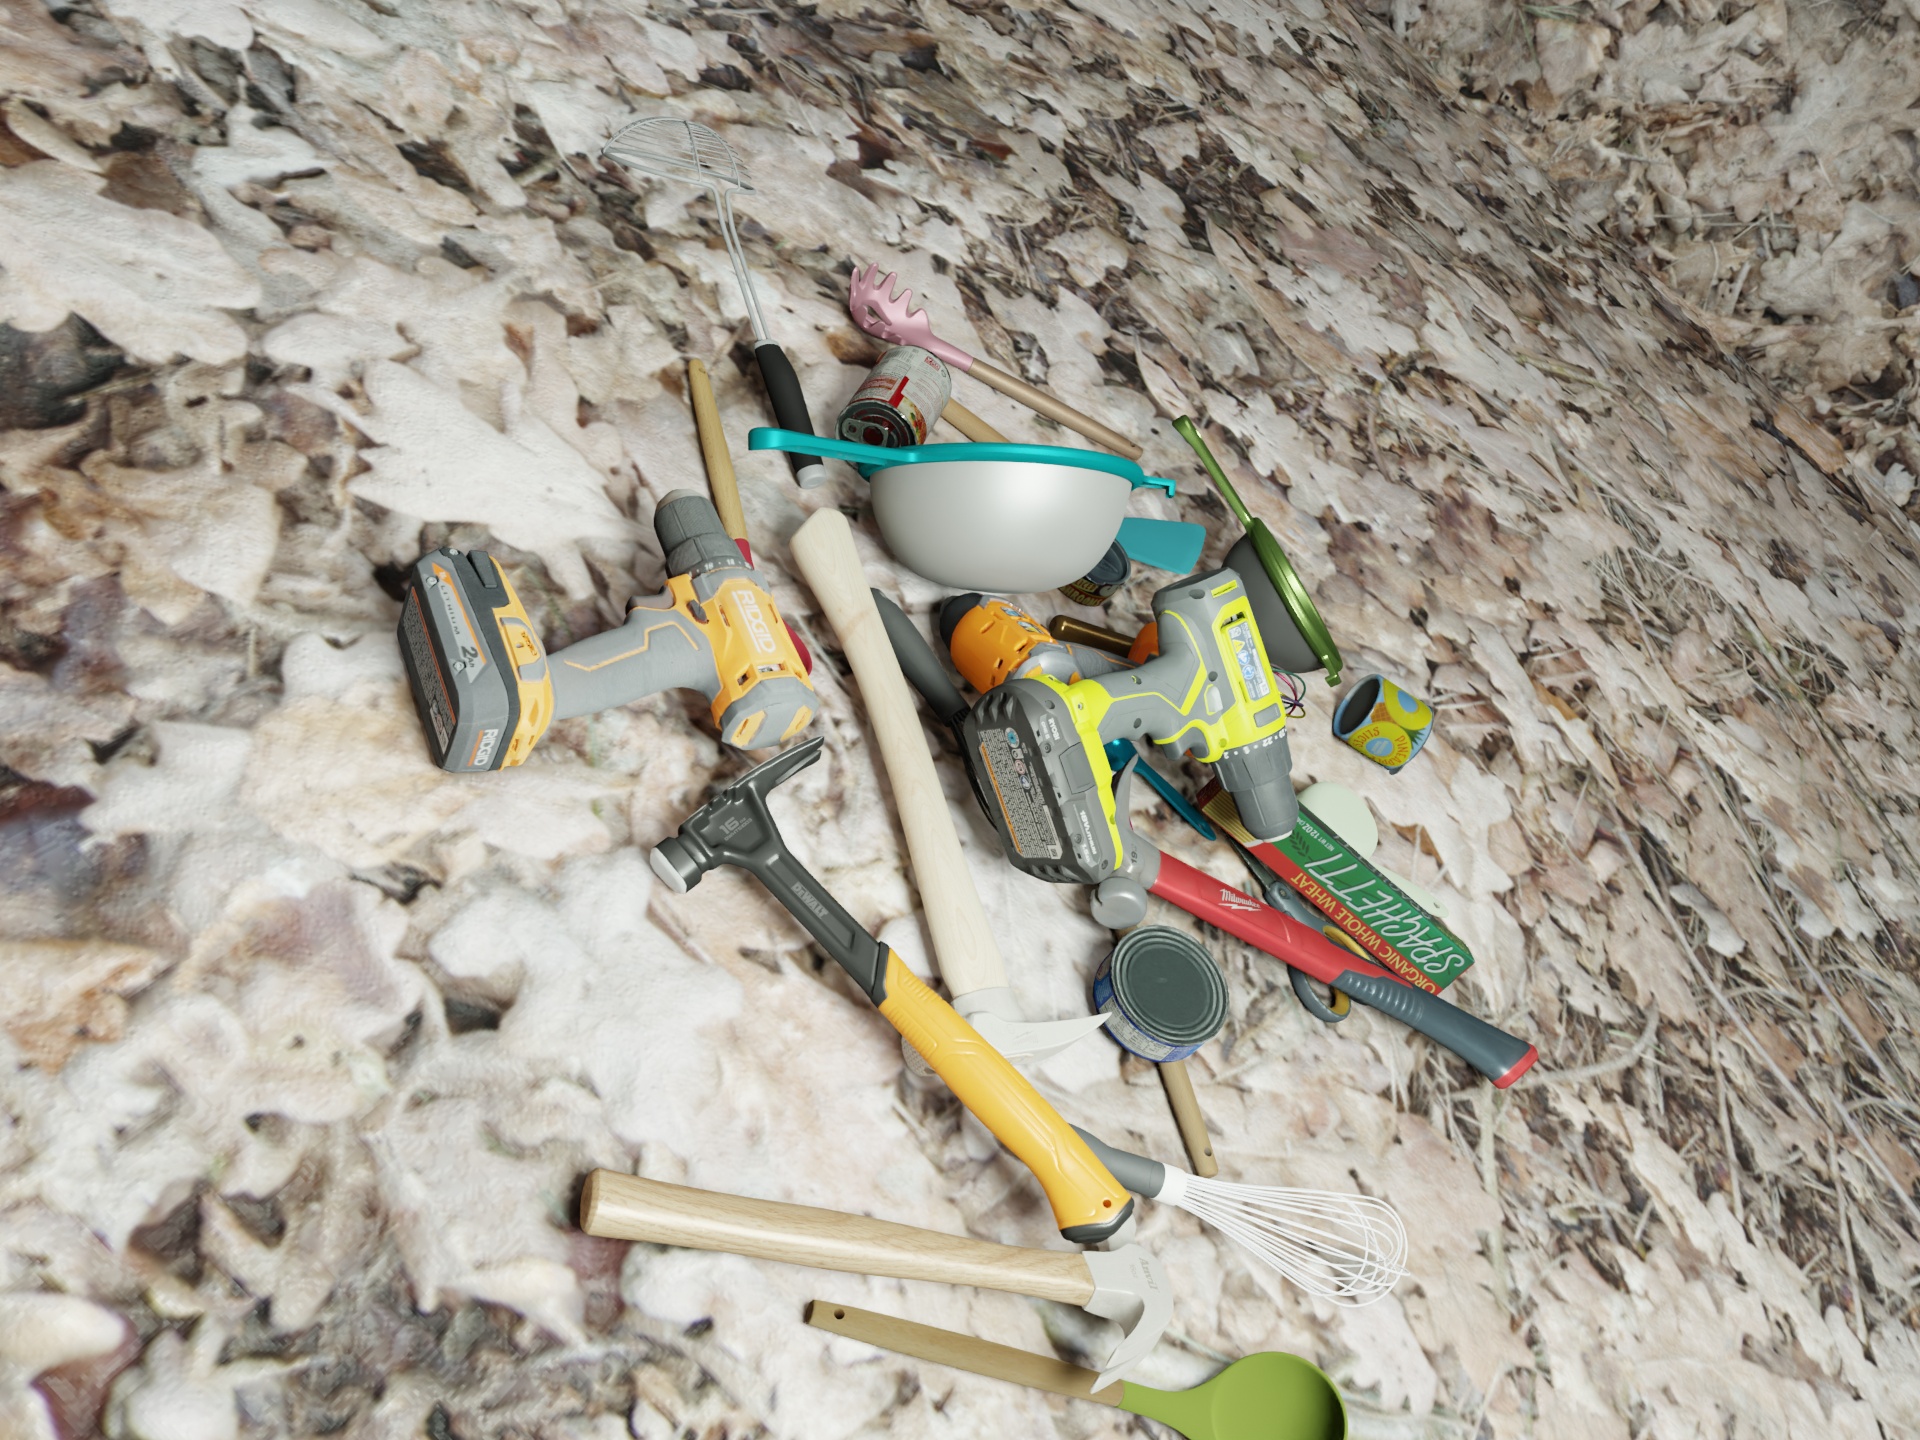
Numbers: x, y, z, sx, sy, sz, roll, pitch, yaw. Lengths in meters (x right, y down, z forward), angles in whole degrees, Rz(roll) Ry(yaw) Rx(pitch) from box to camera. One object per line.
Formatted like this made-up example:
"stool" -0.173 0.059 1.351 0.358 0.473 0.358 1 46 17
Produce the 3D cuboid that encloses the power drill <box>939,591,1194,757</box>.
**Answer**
"power drill" 0.096 -0.042 1.178 0.226 0.084 0.164 8 21 -31

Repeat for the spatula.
"spatula" 0.065 -0.222 1.352 0.317 0.044 0.082 35 42 -6

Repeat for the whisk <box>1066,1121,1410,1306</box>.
"whisk" 0.155 0.294 0.979 0.284 0.070 0.070 23 45 -14

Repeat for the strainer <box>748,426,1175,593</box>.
"strainer" -0.015 -0.142 1.127 0.340 0.211 0.095 0 91 -47

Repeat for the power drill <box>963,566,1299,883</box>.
"power drill" 0.129 0.021 1.055 0.228 0.080 0.190 -25 99 -33

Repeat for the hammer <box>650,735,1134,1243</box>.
"hammer" -0.023 0.159 0.915 0.127 0.034 0.337 -39 76 -26

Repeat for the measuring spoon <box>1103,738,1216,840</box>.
"measuring spoon" 0.144 0.053 1.205 0.128 0.021 0.042 43 27 -12

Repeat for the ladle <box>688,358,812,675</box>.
"ladle" -0.162 -0.145 1.126 0.069 0.031 0.316 12 47 -38

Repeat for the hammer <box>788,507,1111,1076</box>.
"hammer" -0.026 0.033 1.059 0.146 0.038 0.411 1 58 -38

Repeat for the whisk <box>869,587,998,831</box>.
"whisk" -0.001 -0.004 1.119 0.055 0.055 0.239 -17 63 -44

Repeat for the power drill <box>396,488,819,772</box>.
"power drill" -0.215 -0.062 0.960 0.226 0.084 0.185 -7 59 -34

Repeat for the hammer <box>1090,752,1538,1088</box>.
"hammer" 0.262 0.160 1.158 0.386 0.038 0.143 28 41 -16

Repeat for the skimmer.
"skimmer" -0.186 -0.332 1.264 0.127 0.090 0.363 -5 69 -44

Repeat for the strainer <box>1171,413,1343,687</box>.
"strainer" 0.233 -0.136 1.349 0.256 0.069 0.151 55 17 -12

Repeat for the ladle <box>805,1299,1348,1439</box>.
"ladle" 0.069 0.354 0.861 0.320 0.062 0.078 22 43 -18

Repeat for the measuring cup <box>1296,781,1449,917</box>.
"measuring cup" 0.338 0.108 1.284 0.167 0.038 0.083 31 42 -9

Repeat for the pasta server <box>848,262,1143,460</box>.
"pasta server" 0.035 -0.306 1.404 0.316 0.040 0.060 24 57 -22

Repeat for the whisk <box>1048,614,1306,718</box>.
"whisk" 0.182 -0.042 1.292 0.244 0.051 0.047 16 53 -22

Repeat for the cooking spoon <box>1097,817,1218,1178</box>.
"cooking spoon" 0.118 0.158 1.090 0.068 0.017 0.319 5 53 -32

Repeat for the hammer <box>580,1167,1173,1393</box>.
"hammer" -0.035 0.281 0.837 0.331 0.031 0.130 16 20 -20
